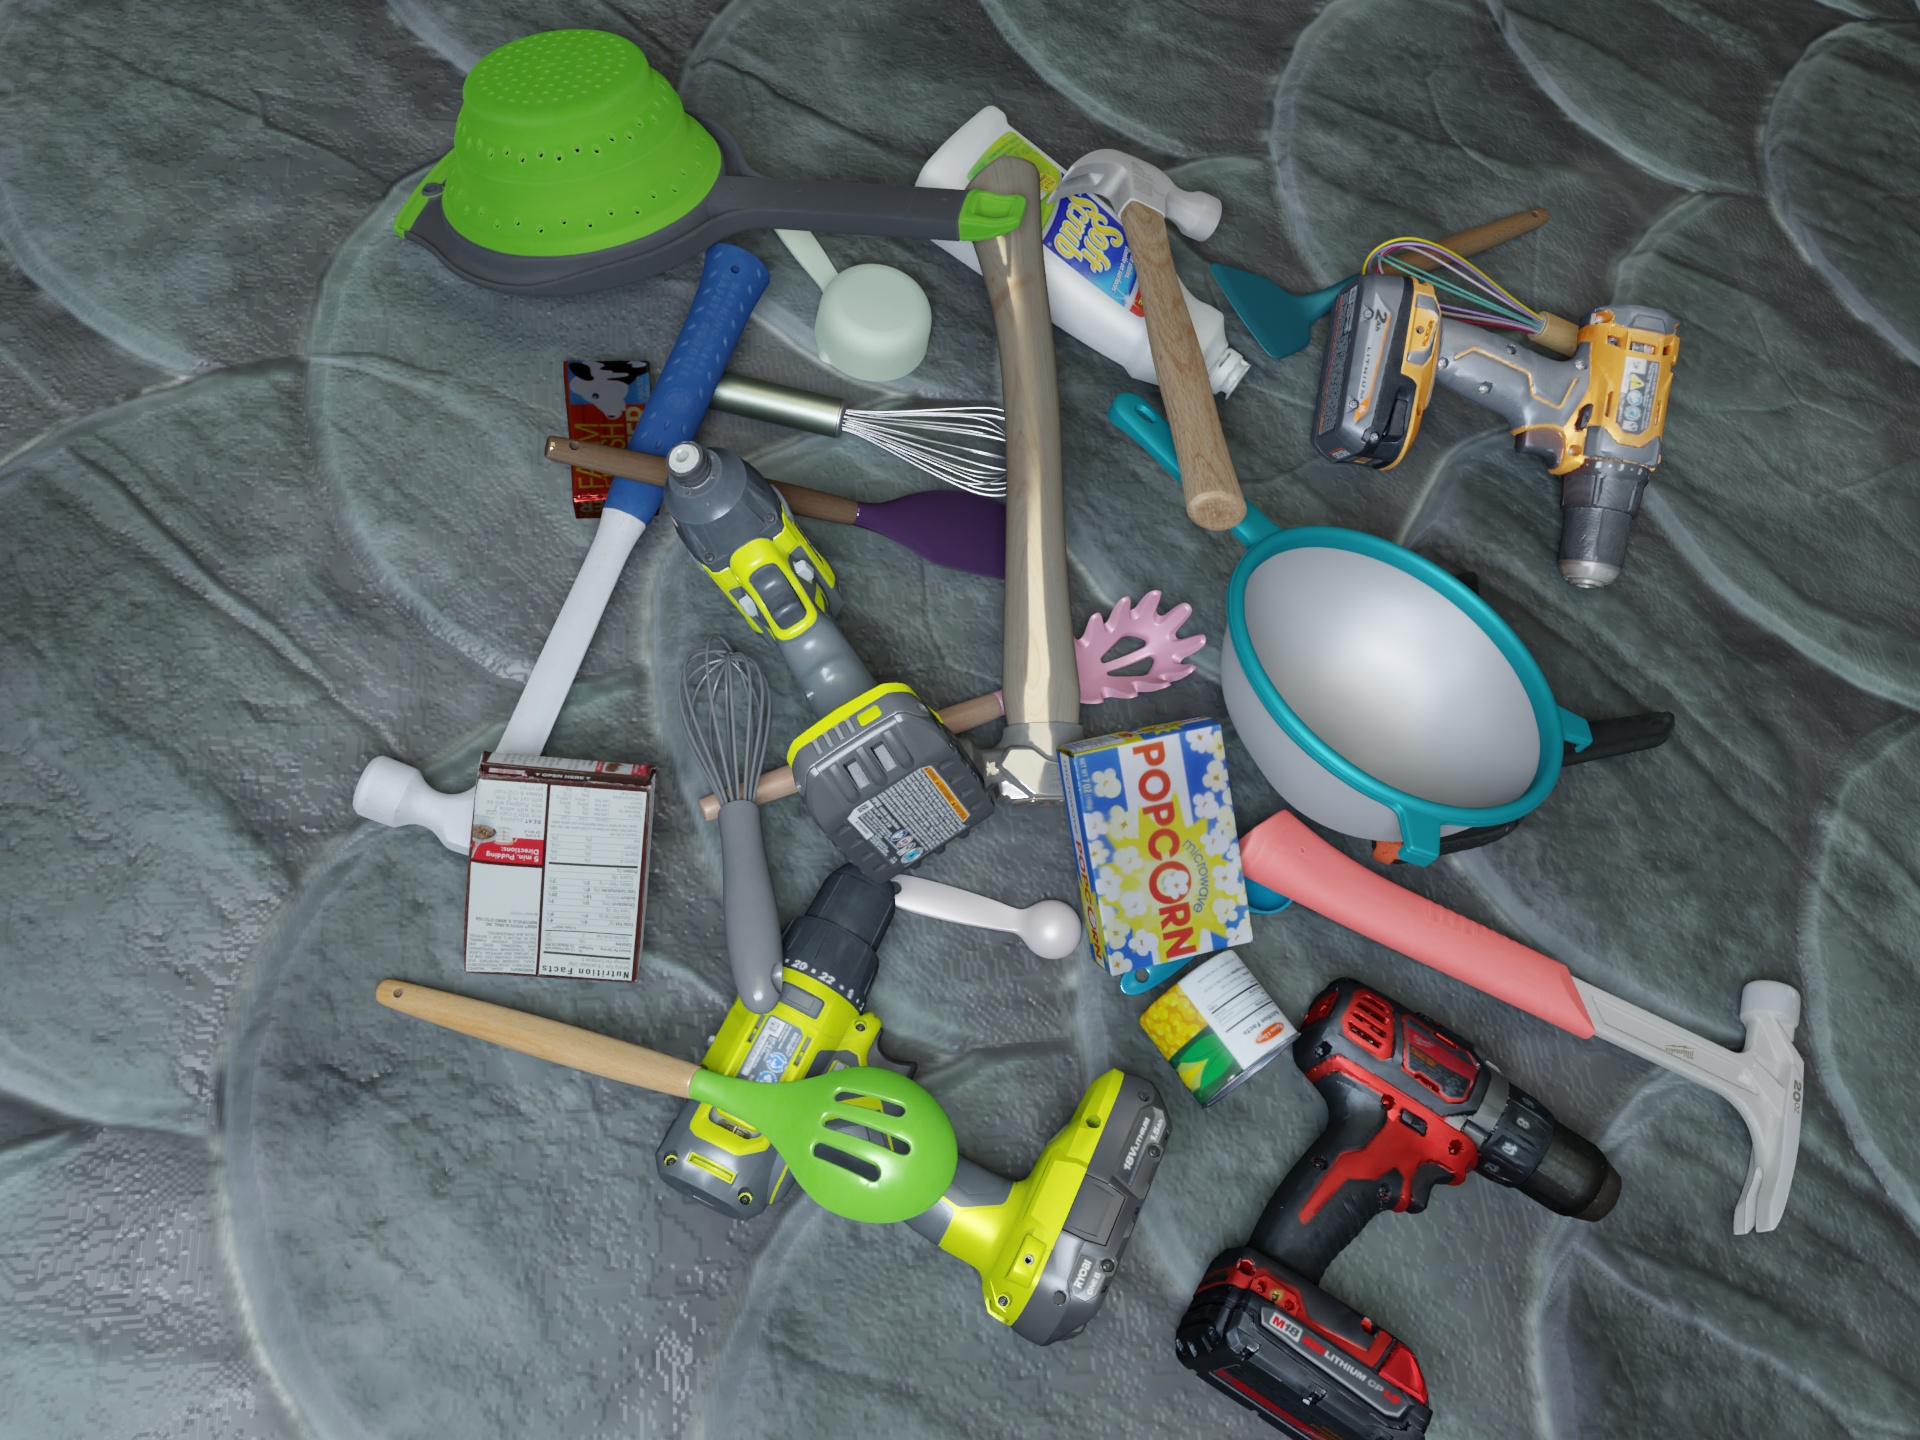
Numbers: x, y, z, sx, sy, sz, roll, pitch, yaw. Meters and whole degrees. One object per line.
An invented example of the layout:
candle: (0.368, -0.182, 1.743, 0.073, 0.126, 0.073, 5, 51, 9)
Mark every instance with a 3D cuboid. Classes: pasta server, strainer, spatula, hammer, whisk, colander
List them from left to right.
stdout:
hammer: (-0.192, -0.105, 0.916, 0.144, 0.035, 0.406, 21, 68, -6)
colander: (-0.159, -0.347, 0.960, 0.397, 0.094, 0.205, 7, 50, 11)
whisk: (-0.118, 0.049, 0.845, 0.055, 0.055, 0.239, -3, 51, -13)
spatula: (-0.087, -0.130, 0.939, 0.315, 0.018, 0.060, 8, 62, -27)
whisk: (-0.067, -0.188, 1.000, 0.246, 0.059, 0.058, 13, 81, 0)
pasta server: (-0.001, -0.003, 0.928, 0.316, 0.040, 0.060, -20, 78, -18)
hammer: (0.053, -0.150, 0.949, 0.146, 0.038, 0.411, 0, 74, -11)
hammer: (0.127, -0.244, 0.978, 0.130, 0.031, 0.332, 16, 47, -25)
strainer: (0.189, -0.051, 0.933, 0.211, 0.095, 0.341, -25, 65, -39)
spatula: (0.313, -0.327, 1.142, 0.317, 0.044, 0.082, -25, 75, -22)
whisk: (0.387, -0.284, 1.122, 0.244, 0.051, 0.047, 16, 104, -19)
hammer: (0.315, 0.153, 0.904, 0.359, 0.036, 0.149, 25, 62, -5)

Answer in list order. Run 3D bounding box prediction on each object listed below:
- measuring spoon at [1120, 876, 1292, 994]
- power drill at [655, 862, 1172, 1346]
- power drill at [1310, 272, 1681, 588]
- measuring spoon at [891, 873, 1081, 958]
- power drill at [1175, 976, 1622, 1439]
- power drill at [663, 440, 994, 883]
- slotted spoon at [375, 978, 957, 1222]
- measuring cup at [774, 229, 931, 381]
measuring spoon: (0.140, 0.117, 0.915, 0.128, 0.021, 0.042, -35, 84, -14)
power drill: (-0.015, 0.192, 0.812, 0.228, 0.080, 0.191, 26, 64, 5)
power drill: (0.354, -0.193, 1.054, 0.226, 0.084, 0.185, 9, 91, -5)
measuring spoon: (0.009, 0.104, 0.890, 0.124, 0.018, 0.034, 14, 63, -4)
power drill: (0.233, 0.267, 0.828, 0.188, 0.080, 0.227, 32, 60, 4)
power drill: (-0.079, -0.037, 0.834, 0.080, 0.171, 0.223, -33, 63, 0)
slotted spoon: (-0.151, 0.170, 0.767, 0.314, 0.031, 0.070, 12, 61, 18)
measuring cup: (-0.082, -0.299, 1.051, 0.083, 0.038, 0.168, -31, 76, -23)
